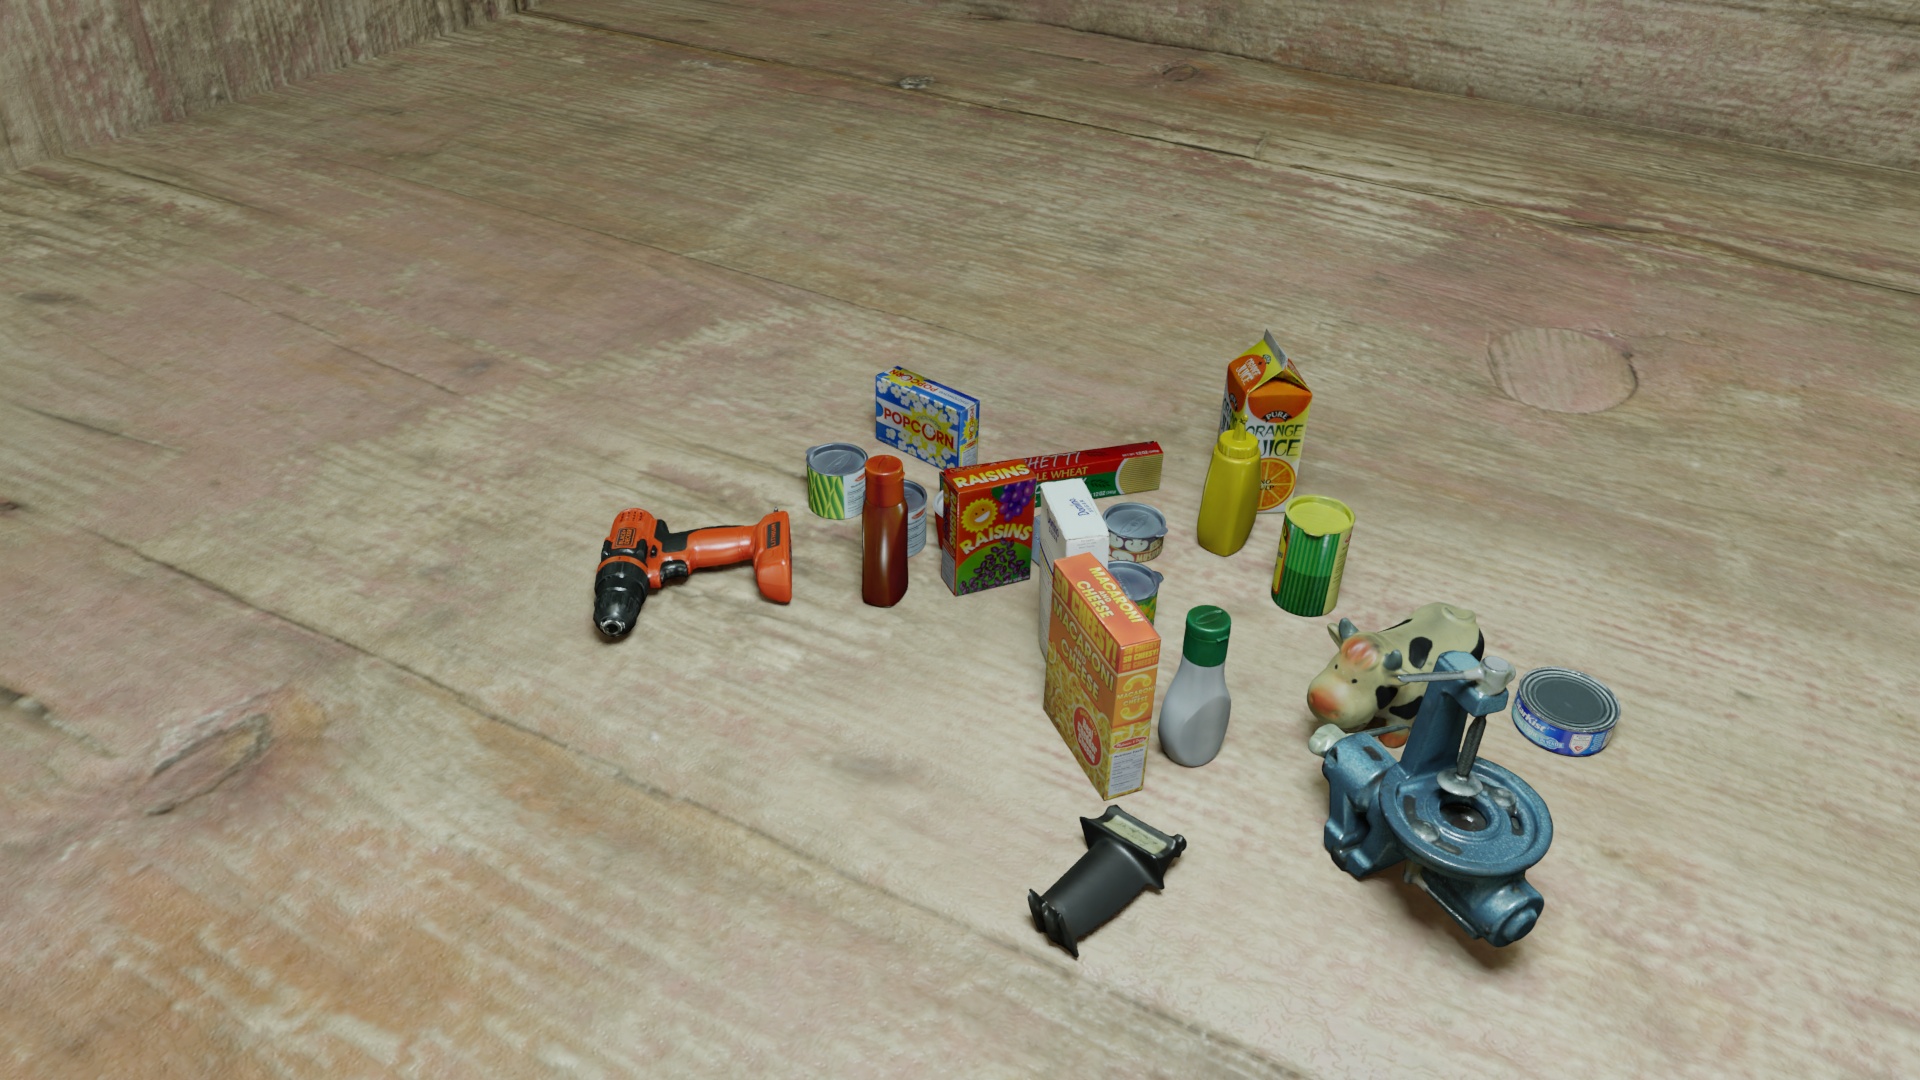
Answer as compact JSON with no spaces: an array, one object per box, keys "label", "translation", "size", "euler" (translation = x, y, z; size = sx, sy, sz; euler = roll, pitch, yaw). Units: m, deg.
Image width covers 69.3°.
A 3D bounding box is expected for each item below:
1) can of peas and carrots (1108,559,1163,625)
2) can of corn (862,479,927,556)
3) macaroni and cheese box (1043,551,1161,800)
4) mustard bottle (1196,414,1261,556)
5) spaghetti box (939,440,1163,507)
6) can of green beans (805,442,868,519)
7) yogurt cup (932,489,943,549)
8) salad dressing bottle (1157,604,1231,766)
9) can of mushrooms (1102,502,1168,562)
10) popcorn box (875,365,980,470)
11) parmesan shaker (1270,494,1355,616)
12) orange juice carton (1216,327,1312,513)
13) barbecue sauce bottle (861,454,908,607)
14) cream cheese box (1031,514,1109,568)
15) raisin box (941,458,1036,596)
[{"label":"can of peas and carrots","translation":[0.156,0.060,1.324],"size":[0.071,0.058,0.071],"euler":[1,35,-1]},{"label":"can of corn","translation":[-0.069,-0.023,1.433],"size":[0.071,0.058,0.071],"euler":[1,35,-1]},{"label":"macaroni and cheese box","translation":[0.115,0.112,1.156],"size":[0.040,0.165,0.124],"euler":[-12,37,-19]},{"label":"mustard bottle","translation":[0.278,-0.062,1.417],"size":[0.049,0.159,0.065],"euler":[25,41,29]},{"label":"spaghetti box","translation":[0.100,-0.066,1.509],"size":[0.250,0.049,0.029],"euler":[-9,36,-14]},{"label":"can of green beans","translation":[-0.131,-0.064,1.488],"size":[0.071,0.057,0.071],"euler":[1,35,-1]},{"label":"yogurt cup","translation":[0.005,-0.018,1.433],"size":[0.072,0.053,0.073],"euler":[1,35,-1]},{"label":"salad dressing bottle","translation":[0.200,0.122,1.161],"size":[0.064,0.146,0.044],"euler":[-18,39,-26]},{"label":"can of mushrooms","translation":[0.181,-0.008,1.444],"size":[0.071,0.033,0.071],"euler":[1,35,-1]},{"label":"popcorn box","translation":[-0.038,-0.136,1.572],"size":[0.127,0.084,0.038],"euler":[26,42,30]},{"label":"parmesan shaker","translation":[0.342,0.017,1.356],"size":[0.071,0.102,0.072],"euler":[1,35,-1]},{"label":"orange juice carton","translation":[0.322,-0.126,1.482],"size":[0.073,0.191,0.072],"euler":[-2,35,-6]},{"label":"barbecue sauce bottle","translation":[-0.073,-0.011,1.337],"size":[0.044,0.147,0.065],"euler":[9,35,10]},{"label":"cream cheese box","translation":[0.109,0.020,1.384],"size":[0.024,0.053,0.104],"euler":[-18,39,-25]},{"label":"raisin box","translation":[0.027,-0.013,1.366],"size":[0.086,0.122,0.040],"euler":[-12,37,-19]}]
